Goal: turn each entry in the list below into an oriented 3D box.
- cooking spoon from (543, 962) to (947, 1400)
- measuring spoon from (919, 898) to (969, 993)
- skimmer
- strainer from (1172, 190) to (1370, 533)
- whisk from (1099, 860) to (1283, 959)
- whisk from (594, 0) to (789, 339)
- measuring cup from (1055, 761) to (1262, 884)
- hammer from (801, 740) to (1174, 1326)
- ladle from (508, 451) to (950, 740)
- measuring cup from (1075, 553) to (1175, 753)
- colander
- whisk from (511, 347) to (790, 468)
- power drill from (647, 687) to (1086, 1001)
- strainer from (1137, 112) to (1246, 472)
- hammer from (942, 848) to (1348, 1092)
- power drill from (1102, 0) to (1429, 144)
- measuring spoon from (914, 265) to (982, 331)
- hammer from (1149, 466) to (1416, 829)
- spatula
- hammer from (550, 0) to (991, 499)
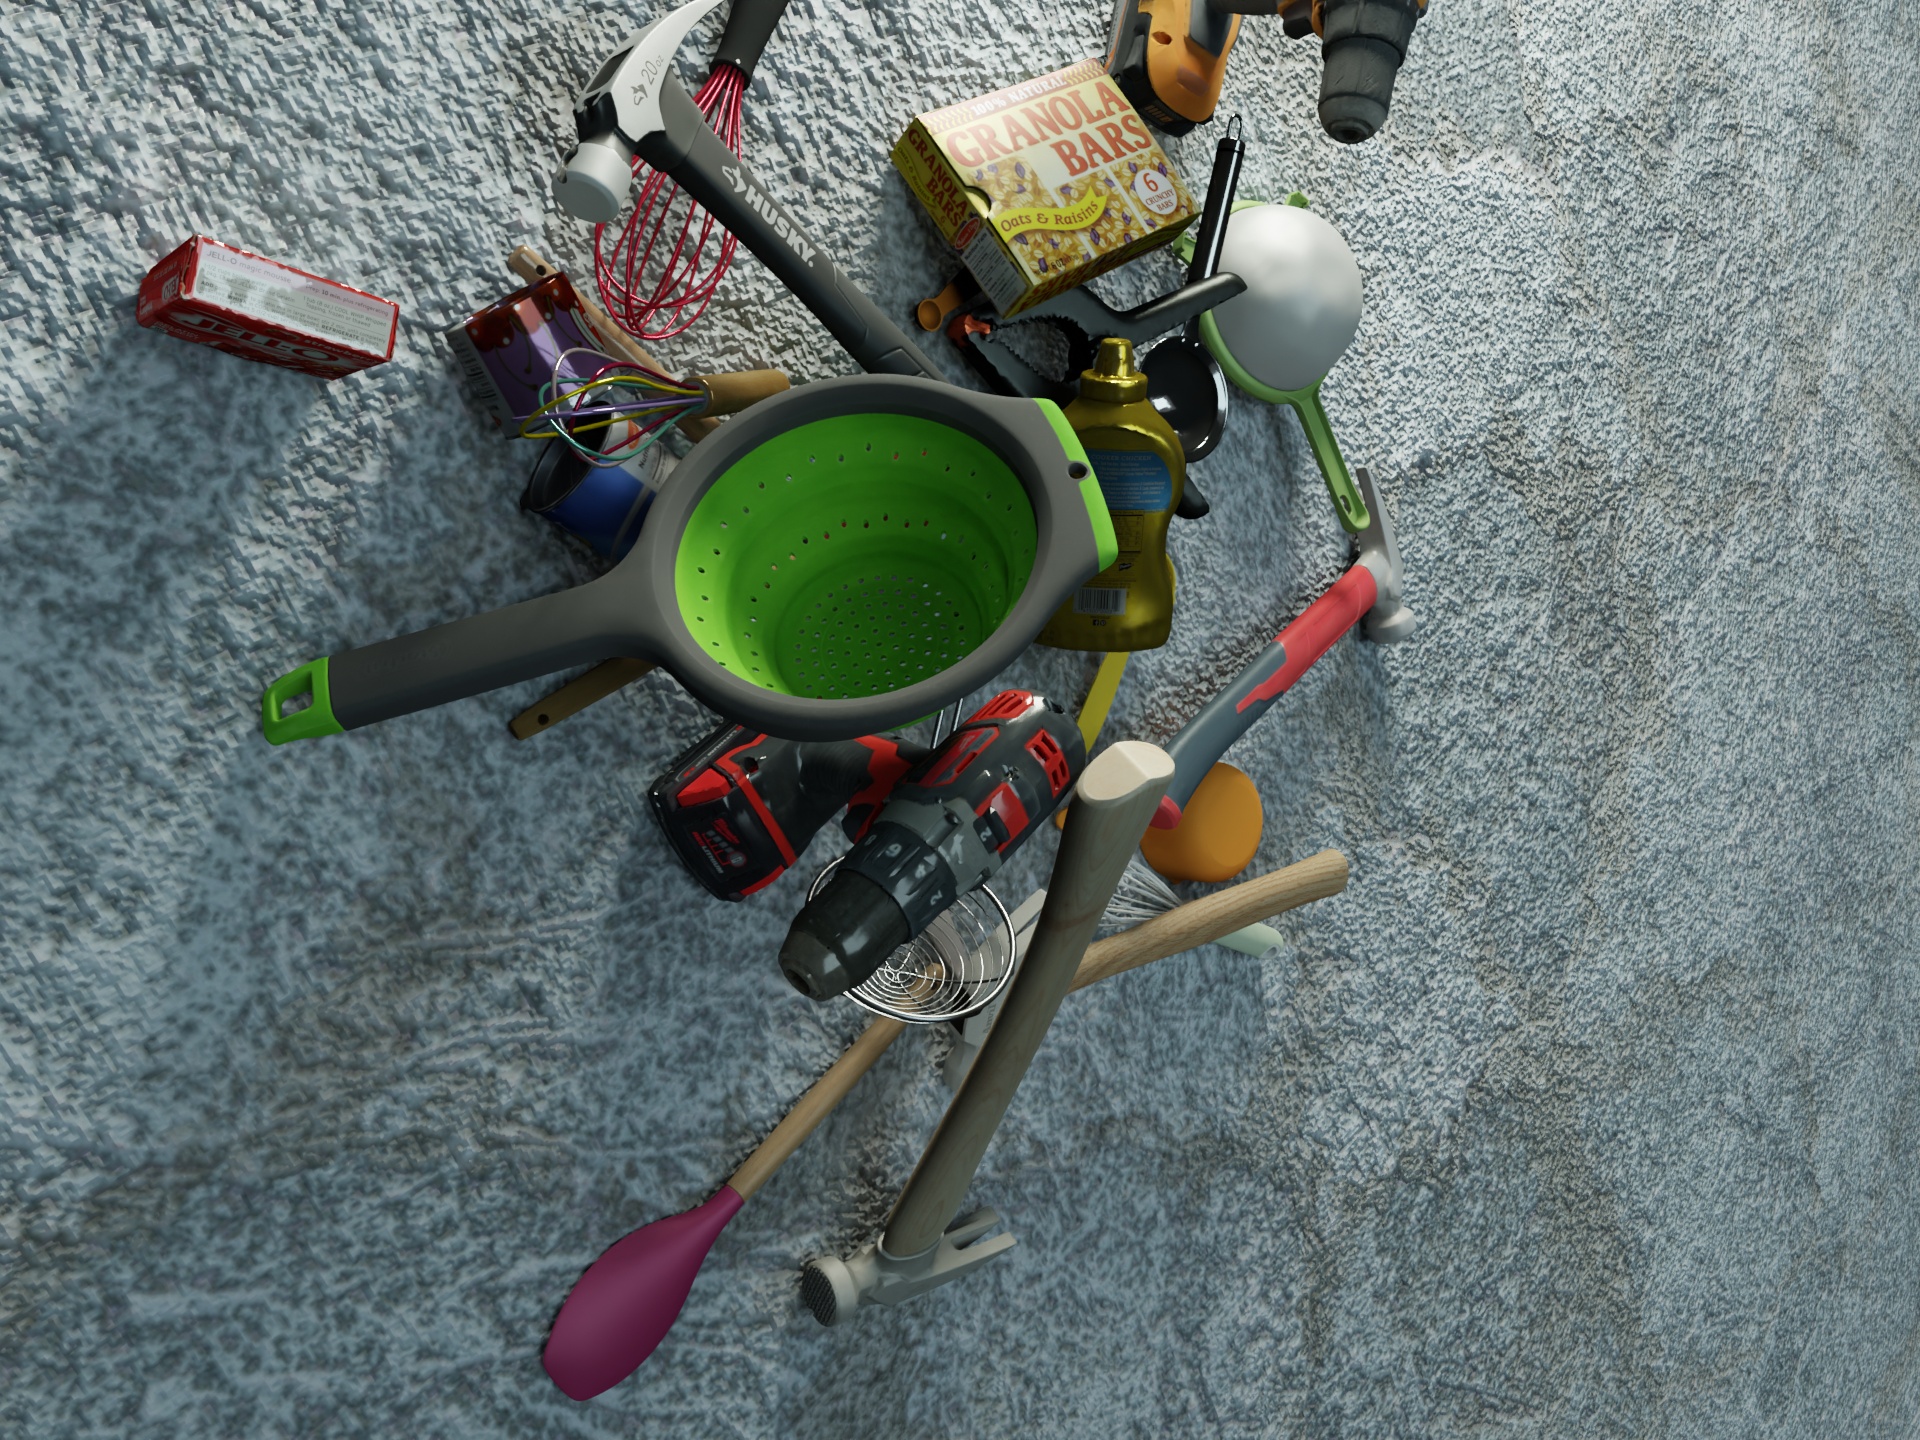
[{"bbox_3d":[-0.112,0.252,0.913,0.319,0.017,0.068,-45,120,-29],"label":"cooking spoon"},{"bbox_3d":[-0.005,0.137,0.997,0.034,0.018,0.124,-40,116,-32],"label":"measuring spoon"},{"bbox_3d":[-0.002,-0.003,0.947,0.127,0.090,0.363,14,79,-8],"label":"skimmer"},{"bbox_3d":[0.260,-0.260,1.144,0.151,0.069,0.256,-29,100,-35],"label":"strainer"},{"bbox_3d":[0.155,0.135,1.120,0.246,0.059,0.058,23,121,-43],"label":"whisk"},{"bbox_3d":[-0.129,-0.328,0.848,0.073,0.073,0.296,32,65,-37],"label":"whisk"},{"bbox_3d":[0.142,0.070,1.096,0.173,0.052,0.095,3,91,-42],"label":"measuring cup"},{"bbox_3d":[0.032,0.180,0.877,0.146,0.038,0.410,-7,131,-39],"label":"hammer"},{"bbox_3d":[-0.112,-0.074,0.878,0.315,0.031,0.069,-35,117,-27],"label":"ladle"},{"bbox_3d":[0.098,-0.047,1.079,0.062,0.029,0.156,22,90,-38],"label":"measuring cup"},{"bbox_3d":[-0.124,-0.039,0.764,0.397,0.205,0.094,-16,148,-3],"label":"colander"},{"bbox_3d":[-0.138,-0.159,0.786,0.047,0.051,0.245,-59,172,22],"label":"whisk"},{"bbox_3d":[-0.065,0.055,0.805,0.188,0.227,0.080,-45,119,-30],"label":"power drill"},{"bbox_3d":[0.160,-0.284,1.083,0.086,0.050,0.258,11,93,-36],"label":"strainer"},{"bbox_3d":[0.134,0.140,1.048,0.331,0.031,0.130,-15,130,-32],"label":"hammer"},{"bbox_3d":[0.194,-0.436,1.001,0.084,0.226,0.185,16,82,-40],"label":"power drill"},{"bbox_3d":[0.006,-0.277,0.995,0.117,0.011,0.021,-48,121,-32],"label":"measuring spoon"},{"bbox_3d":[0.220,-0.050,1.134,0.386,0.038,0.143,-38,115,-42],"label":"hammer"},{"bbox_3d":[-0.125,-0.148,0.882,0.315,0.018,0.060,41,69,-35],"label":"spatula"},{"bbox_3d":[-0.064,-0.225,0.841,0.334,0.035,0.146,39,56,-41],"label":"hammer"}]
